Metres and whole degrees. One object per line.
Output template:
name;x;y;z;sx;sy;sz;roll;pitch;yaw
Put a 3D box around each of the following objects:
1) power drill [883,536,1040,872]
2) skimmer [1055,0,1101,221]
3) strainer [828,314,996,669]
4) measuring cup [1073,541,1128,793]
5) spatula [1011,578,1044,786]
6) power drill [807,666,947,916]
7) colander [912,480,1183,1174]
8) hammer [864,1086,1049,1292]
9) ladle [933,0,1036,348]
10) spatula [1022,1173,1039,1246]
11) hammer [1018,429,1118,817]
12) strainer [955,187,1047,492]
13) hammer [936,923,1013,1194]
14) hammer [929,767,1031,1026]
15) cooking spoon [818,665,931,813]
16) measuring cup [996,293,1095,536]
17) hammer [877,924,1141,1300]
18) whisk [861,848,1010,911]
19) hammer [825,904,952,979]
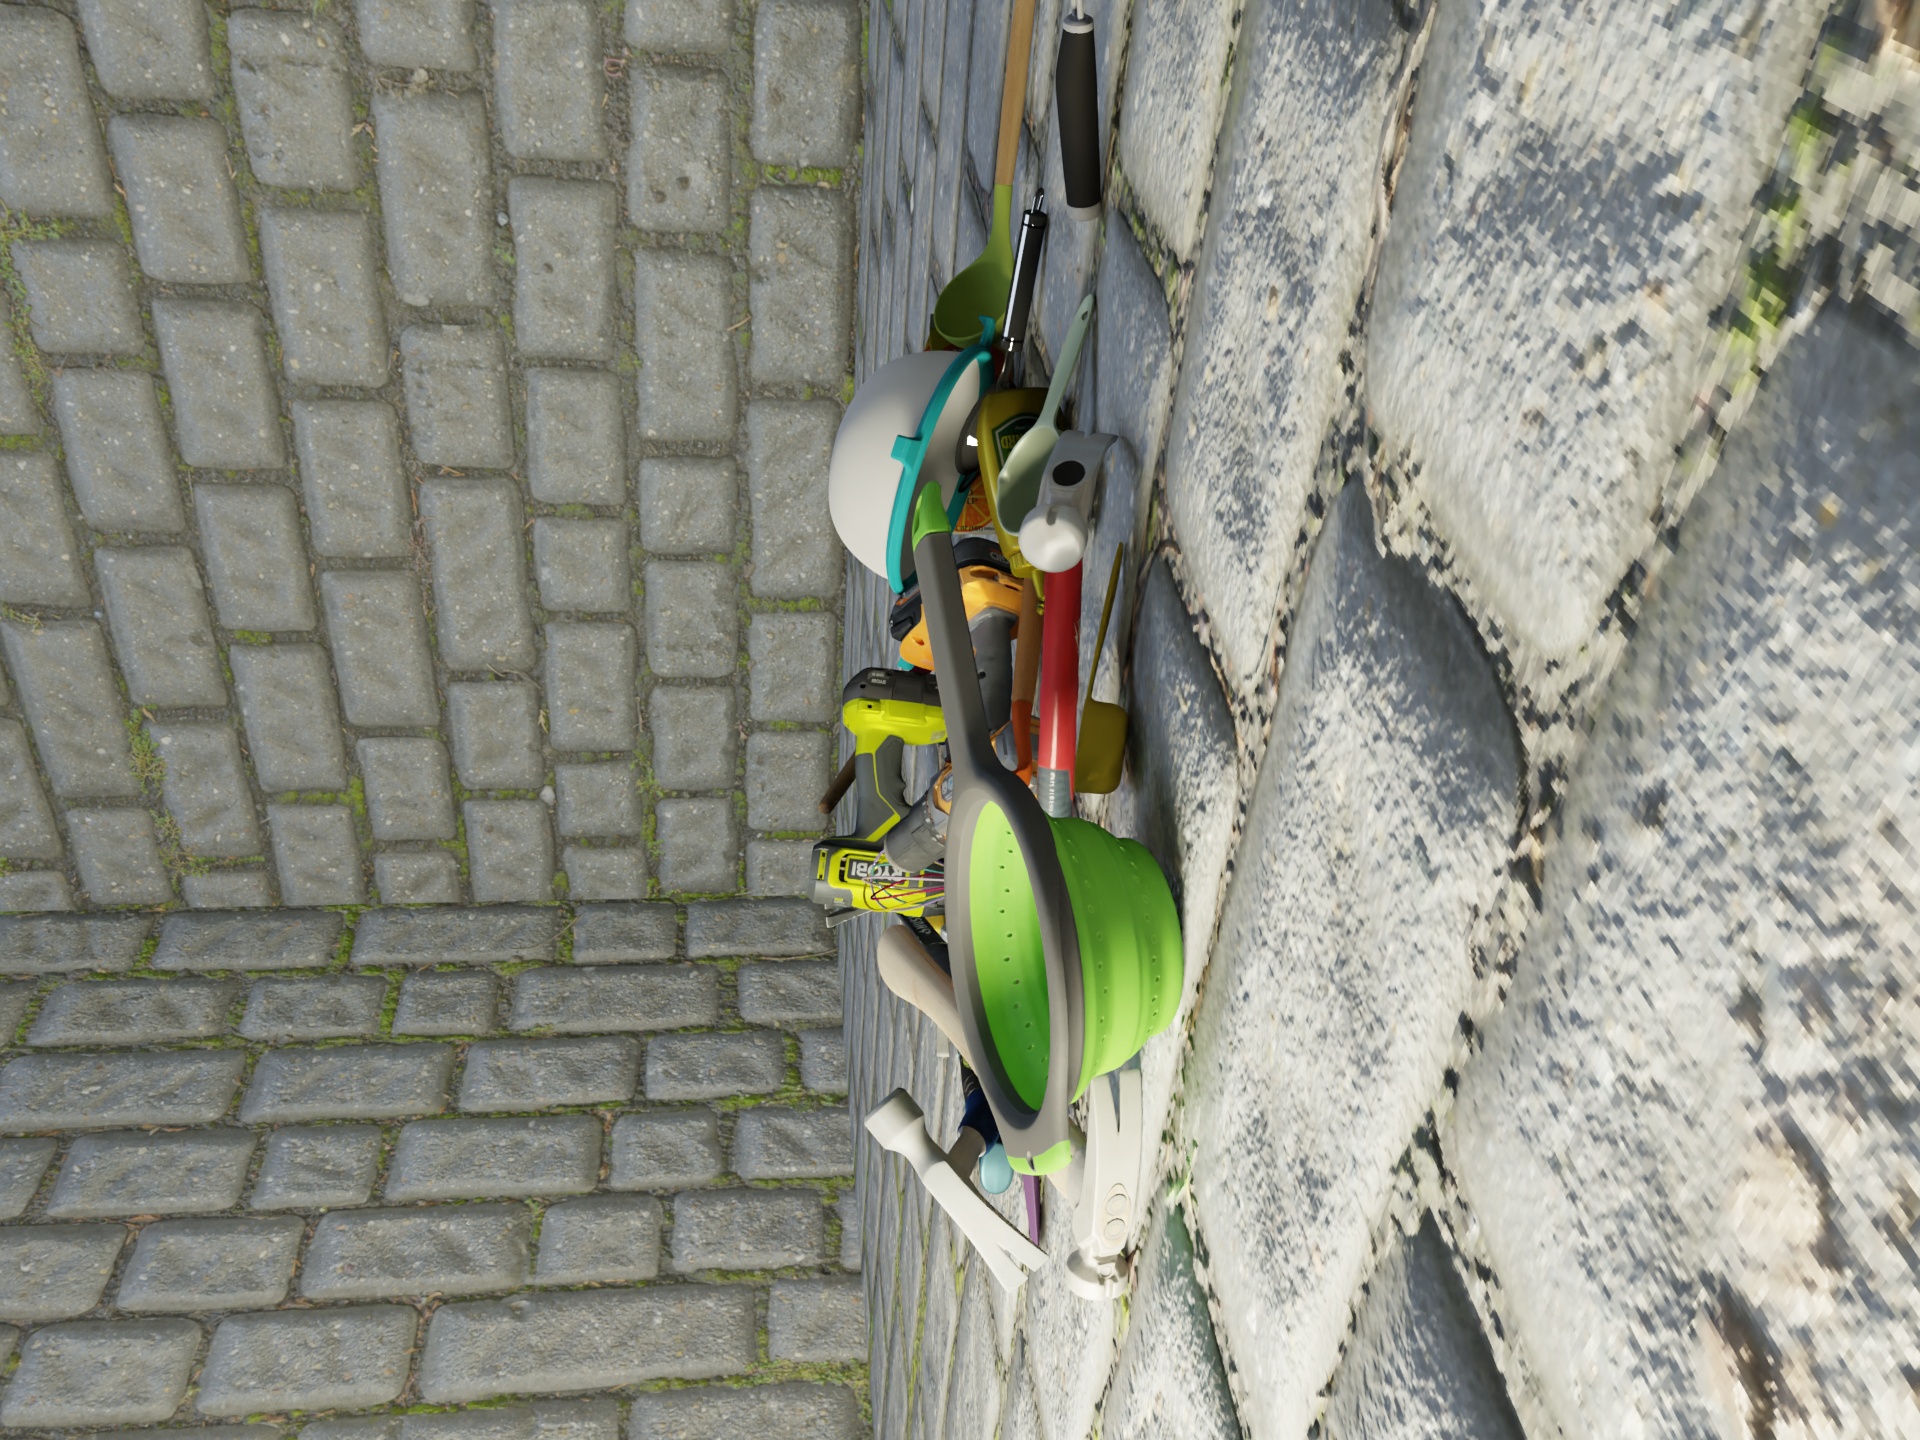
power drill;-0.002;-0.004;1.227;0.185;0.084;0.226;-39;45;41
skimmer;0.094;-0.468;0.914;0.127;0.090;0.362;-104;6;-49
strainer;-0.060;-0.174;1.343;0.340;0.095;0.211;101;-168;-49
measuring cup;0.094;-0.031;0.961;0.062;0.029;0.156;56;-135;-79
spatula;0.036;-0.031;1.110;0.081;0.041;0.323;83;-167;-57
power drill;-0.046;0.072;1.501;0.080;0.171;0.223;107;170;-70
colander;0.047;0.047;0.901;0.204;0.094;0.397;127;135;-68
hammer;0.011;0.320;1.184;0.144;0.035;0.405;49;179;9
ladle;0.030;-0.460;1.279;0.078;0.062;0.320;27;121;38
spatula;0.051;0.269;1.284;0.059;0.018;0.316;95;172;-76
hammer;0.066;0.005;1.037;0.143;0.038;0.386;-68;-18;-52
strainer;0.040;-0.291;1.261;0.087;0.050;0.258;-34;-38;-50
hammer;0.010;0.330;1.523;0.331;0.033;0.128;-109;21;-66
hammer;0.030;0.134;1.248;0.130;0.031;0.332;-54;30;20
cooking spoon;-0.068;-0.011;1.633;0.319;0.017;0.068;-57;-20;-43
measuring cup;0.073;-0.199;1.061;0.083;0.038;0.167;19;92;61
hammer;0.020;0.227;1.123;0.411;0.038;0.146;-144;54;-63
whisk;-0.003;0.129;1.232;0.245;0.047;0.051;-6;116;52
hammer;-0.028;0.211;1.482;0.409;0.149;0.036;-150;53;-75
